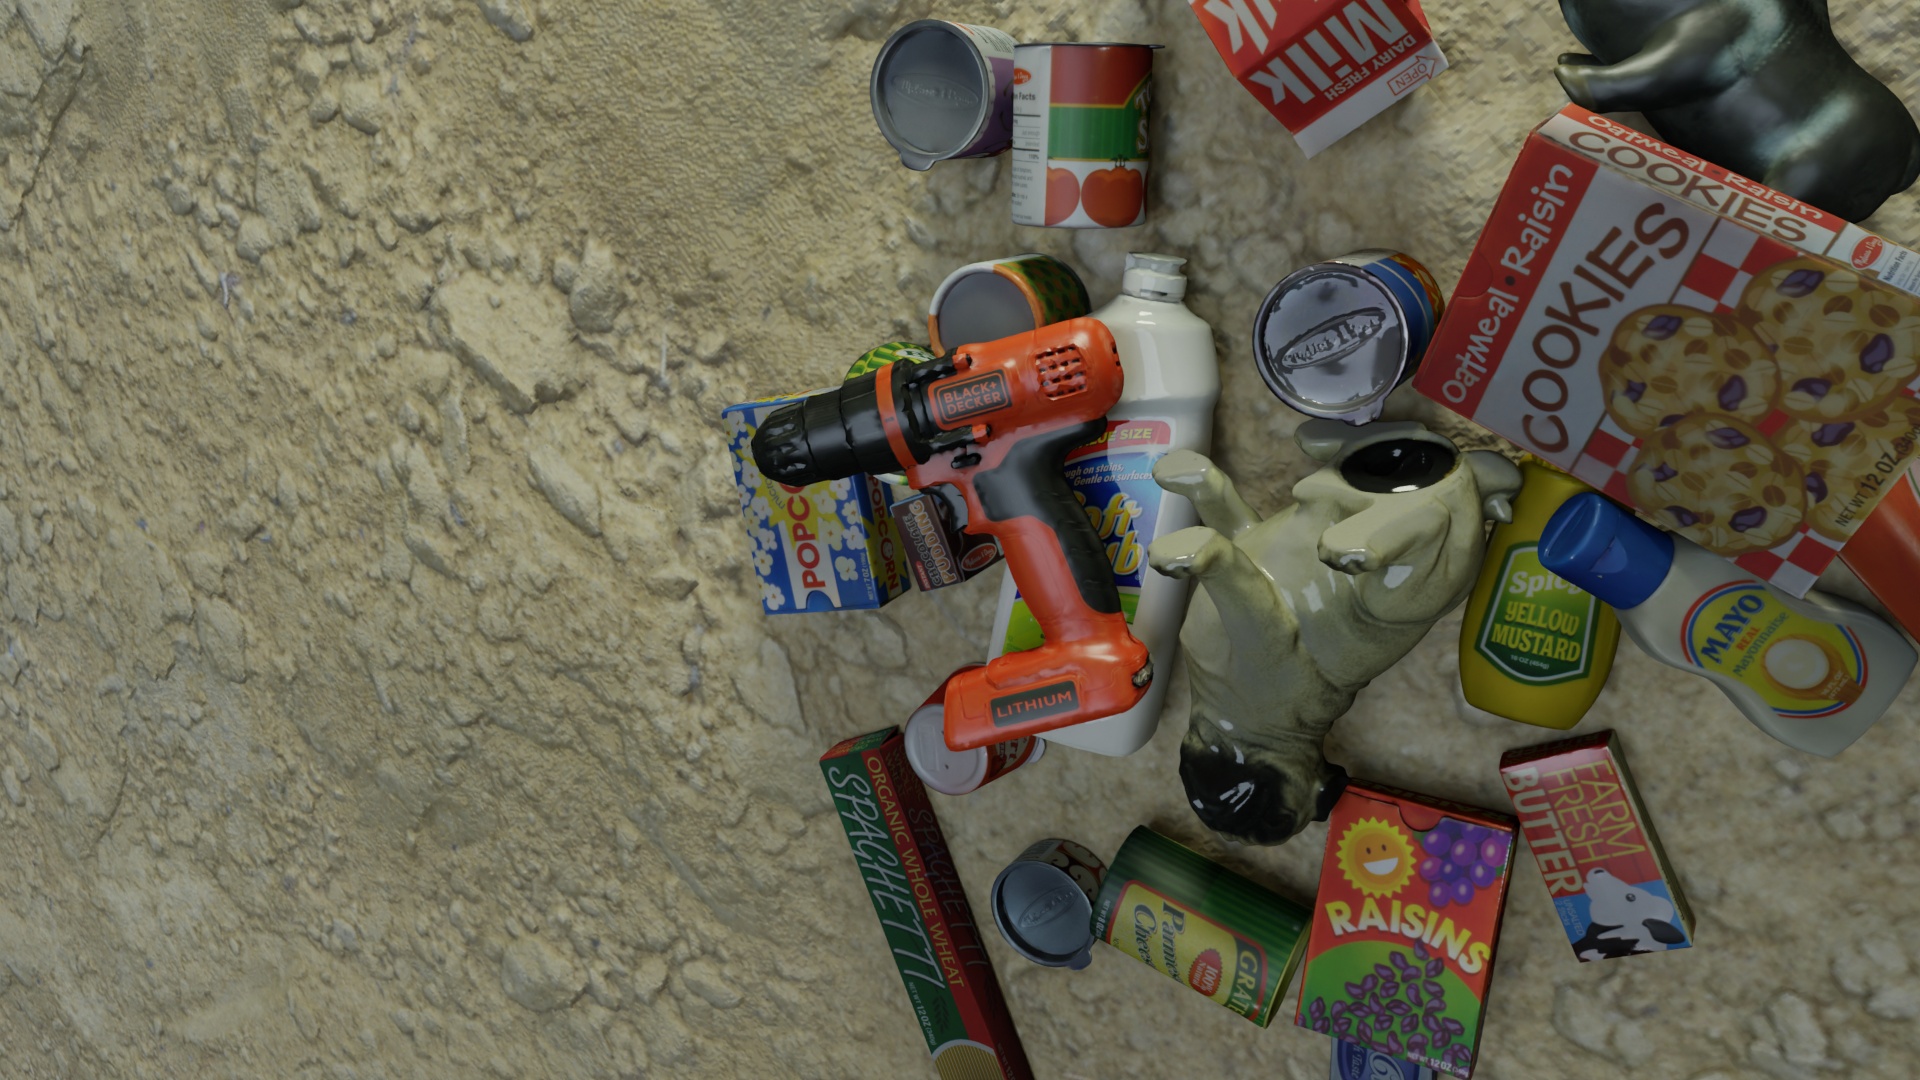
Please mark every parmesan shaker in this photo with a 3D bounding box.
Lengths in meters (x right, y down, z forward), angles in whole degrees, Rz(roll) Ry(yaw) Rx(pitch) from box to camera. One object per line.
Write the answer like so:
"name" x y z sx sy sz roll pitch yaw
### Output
"parmesan shaker" 0.128 0.206 0.740 0.103 0.071 0.071 23 114 23

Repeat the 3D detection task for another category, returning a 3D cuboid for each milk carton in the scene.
"milk carton" 0.130 -0.264 0.598 0.072 0.074 0.190 -31 88 32

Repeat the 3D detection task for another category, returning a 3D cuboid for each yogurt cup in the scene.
"yogurt cup" 0.004 0.109 0.789 0.072 0.054 0.072 9 108 28

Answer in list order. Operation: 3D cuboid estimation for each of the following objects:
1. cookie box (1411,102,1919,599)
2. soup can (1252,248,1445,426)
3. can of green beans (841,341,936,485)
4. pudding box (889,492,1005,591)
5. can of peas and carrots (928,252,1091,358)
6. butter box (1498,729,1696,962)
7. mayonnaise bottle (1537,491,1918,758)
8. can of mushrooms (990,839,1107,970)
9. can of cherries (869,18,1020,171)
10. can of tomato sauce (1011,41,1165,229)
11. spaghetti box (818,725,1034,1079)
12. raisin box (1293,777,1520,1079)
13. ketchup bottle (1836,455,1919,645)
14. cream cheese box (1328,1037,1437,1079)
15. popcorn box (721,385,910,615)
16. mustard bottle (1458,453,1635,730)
"cookie box" 0.271 -0.071 0.521 0.168 0.040 0.122 35 139 23
"soup can" 0.175 -0.091 0.616 0.071 0.084 0.071 9 109 28
"can of green beans" -0.030 -0.068 0.739 0.071 0.058 0.071 -2 108 -7
"pudding box" 0.003 -0.009 0.738 0.030 0.084 0.049 -17 96 33
"can of peas and carrots" 0.027 -0.110 0.710 0.071 0.059 0.070 9 109 28
"butter box" 0.297 0.143 0.649 0.053 0.024 0.103 -22 93 32
"mayonnaise bottle" 0.309 0.030 0.569 0.148 0.041 0.064 28 108 -6
"can of mushrooms" 0.055 0.210 0.801 0.071 0.033 0.070 8 107 27
"can of cherries" -0.003 -0.222 0.696 0.071 0.058 0.071 8 109 26
"can of tomato sauce" 0.060 -0.194 0.664 0.071 0.071 0.082 10 109 27
"spaghetti box" -0.019 0.238 0.854 0.050 0.029 0.249 -18 95 31
"raisin box" 0.218 0.187 0.680 0.086 0.040 0.123 11 92 28
"ketchup bottle" 0.368 -0.007 0.546 0.149 0.065 0.043 54 139 16
"cream cheese box" 0.222 0.263 0.727 0.053 0.024 0.103 7 107 27
"popcorn box" -0.084 -0.024 0.811 0.085 0.038 0.126 -5 101 30
"mustard bottle" 0.264 0.002 0.613 0.065 0.049 0.159 12 110 23
